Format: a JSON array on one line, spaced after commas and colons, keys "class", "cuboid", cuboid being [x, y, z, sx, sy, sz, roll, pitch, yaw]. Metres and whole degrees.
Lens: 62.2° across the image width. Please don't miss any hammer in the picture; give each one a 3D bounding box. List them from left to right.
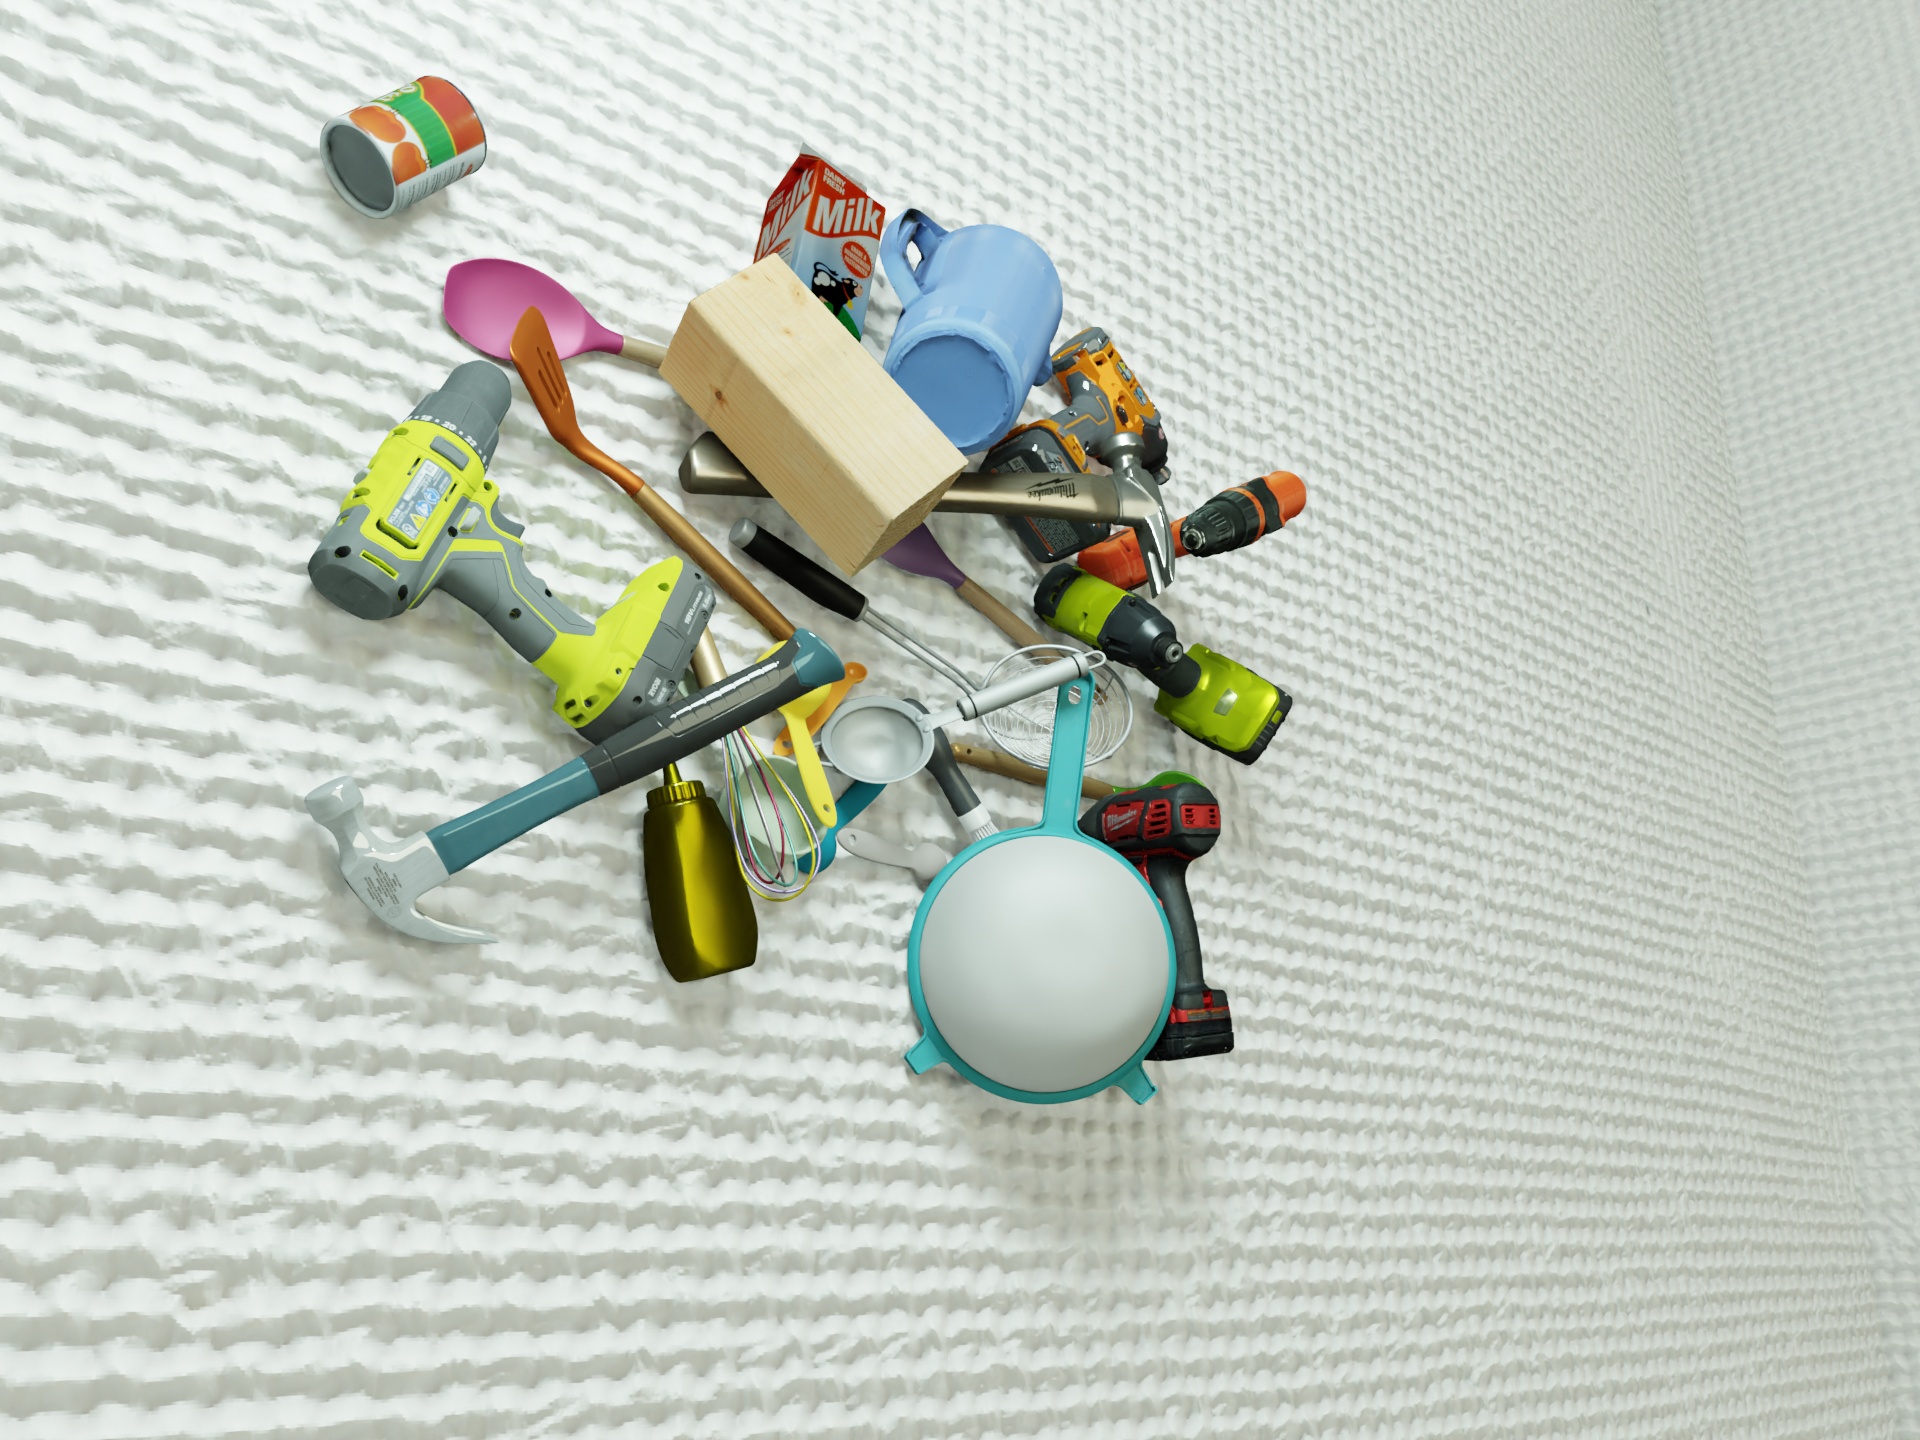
[{"class": "hammer", "cuboid": [-0.217, 0.027, 0.981, 0.331, 0.033, 0.128, -29, 109, -23]}, {"class": "hammer", "cuboid": [-0.015, -0.172, 1.242, 0.410, 0.038, 0.146, 0, 65, -27]}]

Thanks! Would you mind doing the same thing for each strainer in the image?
[{"class": "strainer", "cuboid": [-0.002, -0.004, 1.220, 0.258, 0.050, 0.087, -21, 55, -14]}, {"class": "strainer", "cuboid": [0.079, 0.115, 1.195, 0.211, 0.095, 0.340, 10, 77, -8]}]

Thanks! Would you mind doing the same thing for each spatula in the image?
[{"class": "spatula", "cuboid": [-0.206, -0.152, 1.129, 0.322, 0.041, 0.081, 45, 24, -27]}, {"class": "spatula", "cuboid": [0.017, -0.101, 1.348, 0.315, 0.018, 0.060, 37, 54, -29]}]

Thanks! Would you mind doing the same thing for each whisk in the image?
[{"class": "whisk", "cuboid": [-0.158, 0.013, 1.084, 0.051, 0.047, 0.245, 5, 54, -49]}, {"class": "whisk", "cuboid": [0.027, 0.105, 1.264, 0.070, 0.070, 0.284, -37, 98, -45]}]

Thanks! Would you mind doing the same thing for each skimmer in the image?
[{"class": "skimmer", "cuboid": [-0.015, -0.070, 1.253, 0.363, 0.090, 0.127, 33, 47, -32]}]

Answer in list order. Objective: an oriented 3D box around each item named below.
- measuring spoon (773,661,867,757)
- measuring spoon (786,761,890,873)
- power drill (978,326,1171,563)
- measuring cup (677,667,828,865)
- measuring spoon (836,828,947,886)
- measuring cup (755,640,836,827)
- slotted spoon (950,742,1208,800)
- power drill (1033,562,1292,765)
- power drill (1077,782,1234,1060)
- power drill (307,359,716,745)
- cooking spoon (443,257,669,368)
[{"class": "measuring spoon", "cuboid": [-0.106, -0.007, 1.200, 0.021, 0.011, 0.117, 30, 49, 11]}, {"class": "measuring spoon", "cuboid": [-0.082, 0.067, 1.190, 0.042, 0.021, 0.129, 57, 46, -14]}, {"class": "power drill", "cuboid": [0.119, -0.242, 1.453, 0.164, 0.084, 0.227, 52, 43, -20]}, {"class": "measuring cup", "cuboid": [-0.162, 0.031, 1.123, 0.167, 0.038, 0.083, 52, 43, 2]}, {"class": "measuring spoon", "cuboid": [-0.048, 0.100, 1.203, 0.124, 0.018, 0.034, 23, 61, -49]}, {"class": "measuring cup", "cuboid": [-0.106, 0.006, 1.143, 0.062, 0.029, 0.157, 15, 43, -42]}, {"class": "slotted spoon", "cuboid": [0.110, 0.056, 1.381, 0.313, 0.031, 0.070, 16, 66, -38]}, {"class": "power drill", "cuboid": [0.184, -0.048, 1.395, 0.223, 0.171, 0.080, 31, 92, -38]}, {"class": "power drill", "cuboid": [0.152, 0.165, 1.313, 0.078, 0.143, 0.220, 3, 80, -40]}, {"class": "power drill", "cuboid": [-0.276, -0.107, 1.023, 0.228, 0.080, 0.191, 38, 53, -26]}, {"class": "cooking spoon", "cuboid": [-0.228, -0.268, 1.163, 0.318, 0.017, 0.069, 8, 85, -43]}]
